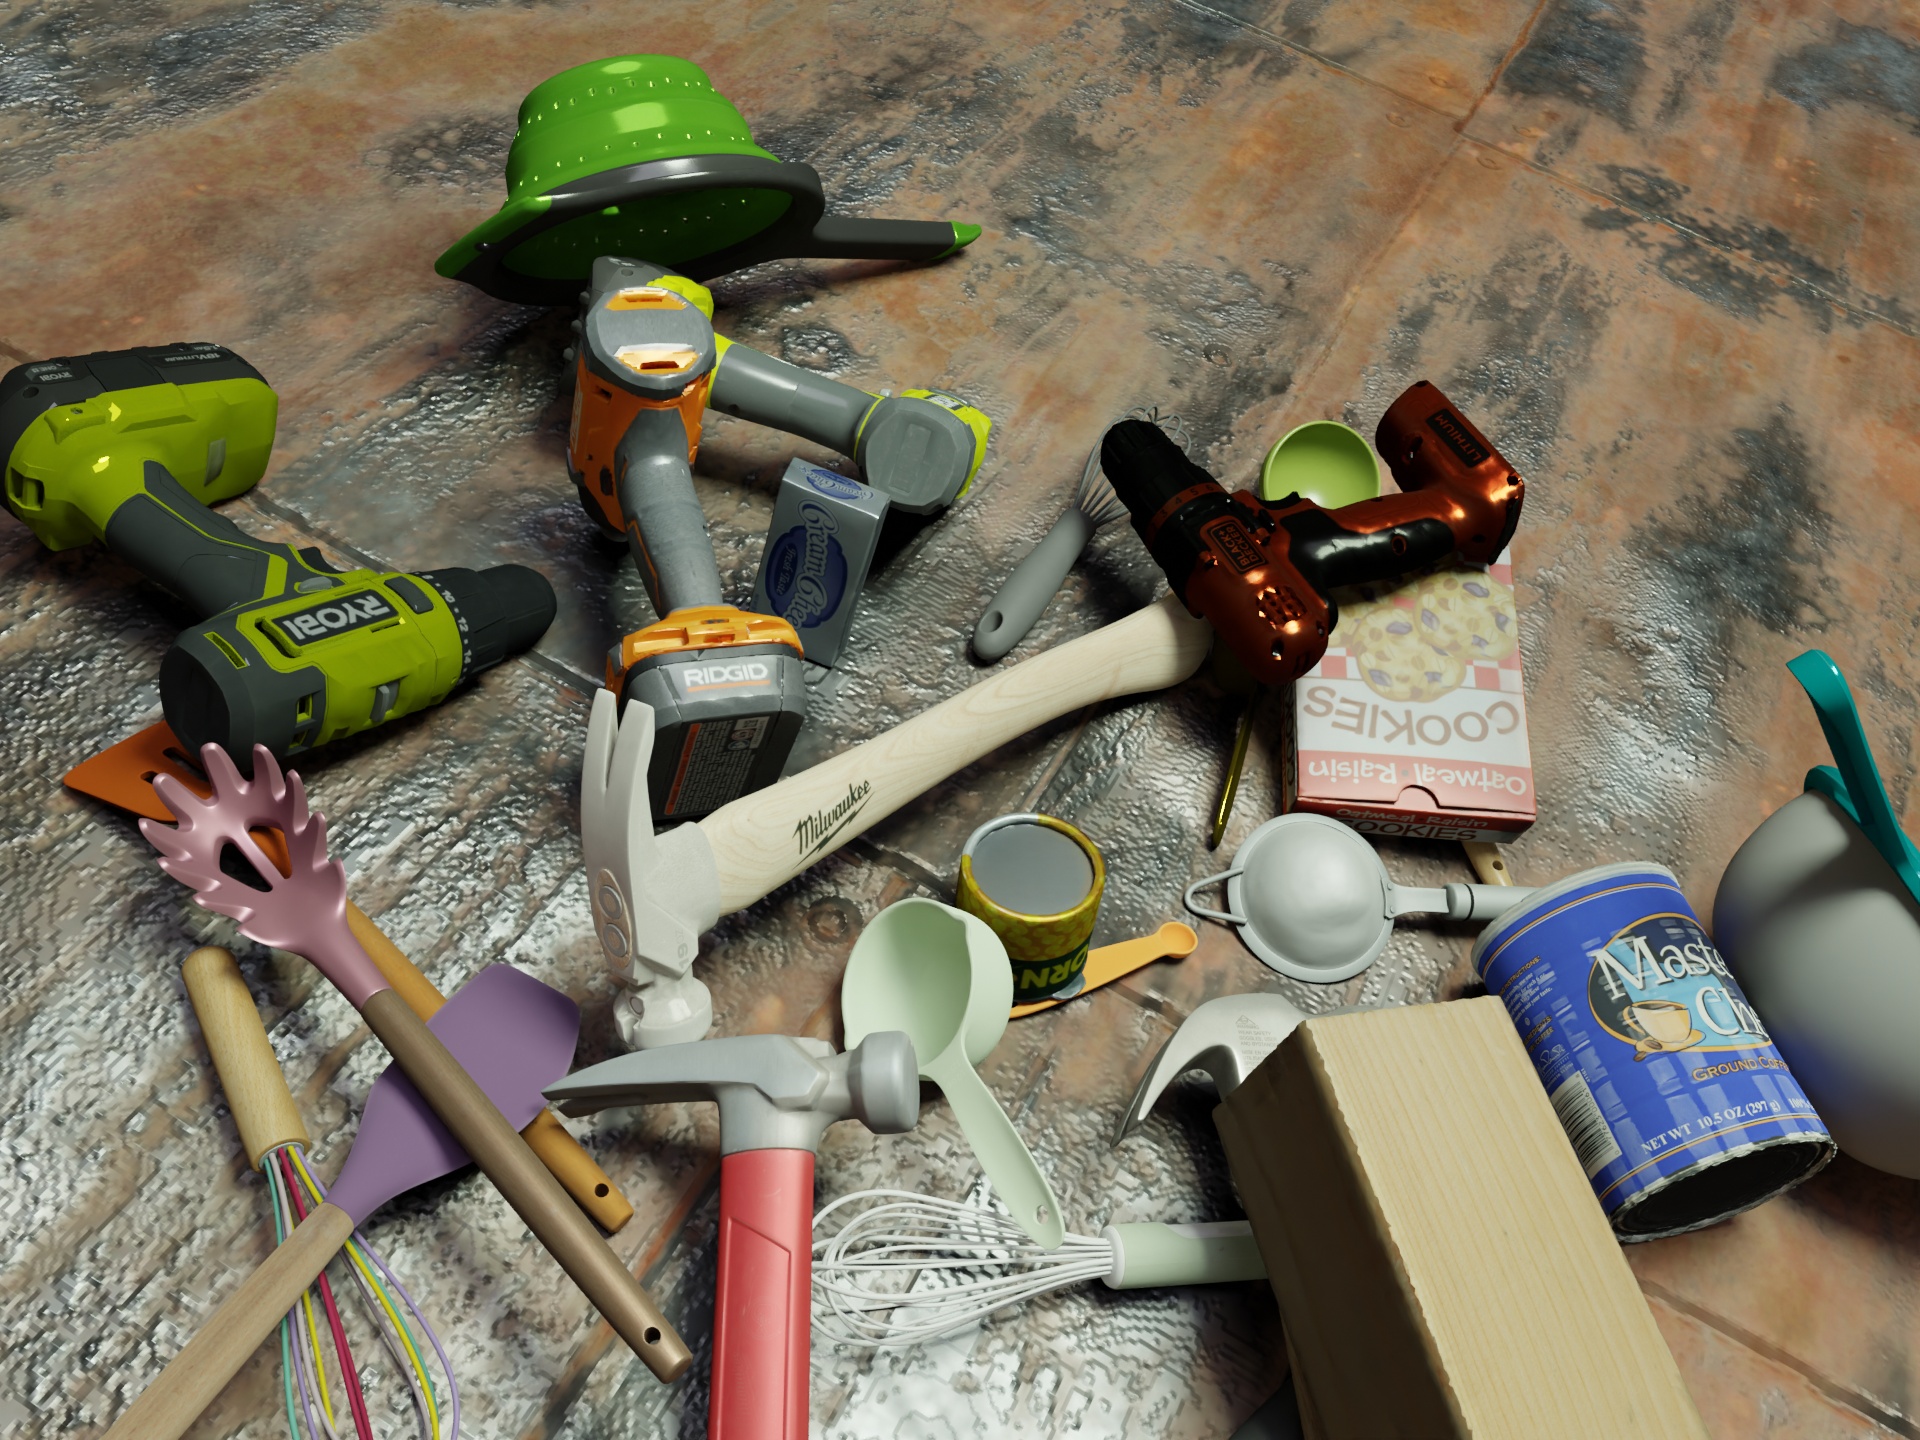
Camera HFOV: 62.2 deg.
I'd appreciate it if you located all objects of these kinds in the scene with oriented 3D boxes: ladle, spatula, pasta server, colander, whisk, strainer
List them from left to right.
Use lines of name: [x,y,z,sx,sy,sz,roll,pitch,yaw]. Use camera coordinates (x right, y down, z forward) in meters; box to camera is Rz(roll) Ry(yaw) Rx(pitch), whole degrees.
whisk: [-0.246,0.181,0.585,0.051,0.047,0.245,-14,51,-35]
spatula: [-0.225,0.188,0.536,0.060,0.018,0.316,28,36,6]
spatula: [-0.250,0.097,0.667,0.323,0.041,0.081,42,51,14]
pasta server: [-0.204,0.120,0.590,0.060,0.040,0.316,-38,63,-23]
colander: [-0.133,-0.329,0.963,0.397,0.204,0.094,-17,94,-47]
whisk: [0.071,-0.112,0.924,0.055,0.055,0.239,30,53,10]
whisk: [0.053,0.215,0.638,0.246,0.058,0.059,3,85,-19]
ladle: [0.248,-0.044,0.909,0.078,0.062,0.320,-7,55,-13]
strainer: [0.242,0.089,0.798,0.258,0.050,0.087,4,68,-14]
strainer: [0.385,0.096,0.711,0.340,0.095,0.211,47,21,-37]

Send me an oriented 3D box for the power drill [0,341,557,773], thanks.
power drill: [-0.324,-0.083,0.755,0.229,0.080,0.190,40,36,16]

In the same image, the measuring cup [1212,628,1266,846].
measuring cup: [0.142,-0.001,0.853,0.029,0.062,0.157,8,57,18]

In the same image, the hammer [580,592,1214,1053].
hammer: [-0.001,-0.002,0.738,0.038,0.146,0.410,17,30,36]

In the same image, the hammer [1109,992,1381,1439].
hammer: [0.138,0.254,0.592,0.130,0.031,0.332,5,51,-16]

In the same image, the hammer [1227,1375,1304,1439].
hammer: [0.095,0.297,0.587,0.331,0.033,0.128,-27,63,-33]

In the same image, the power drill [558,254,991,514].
power drill: [-0.094,-0.183,0.892,0.223,0.080,0.171,21,16,1]

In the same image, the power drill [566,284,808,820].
power drill: [-0.143,-0.070,0.767,0.084,0.164,0.227,-6,65,-21]

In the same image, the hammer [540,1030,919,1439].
hammer: [-0.082,0.291,0.513,0.143,0.038,0.387,-6,57,7]

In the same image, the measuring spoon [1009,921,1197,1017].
measuring spoon: [0.061,0.119,0.746,0.117,0.011,0.021,-16,48,-23]

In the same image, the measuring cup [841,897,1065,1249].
measuring cup: [0.008,0.146,0.656,0.038,0.083,0.168,22,26,-47]
